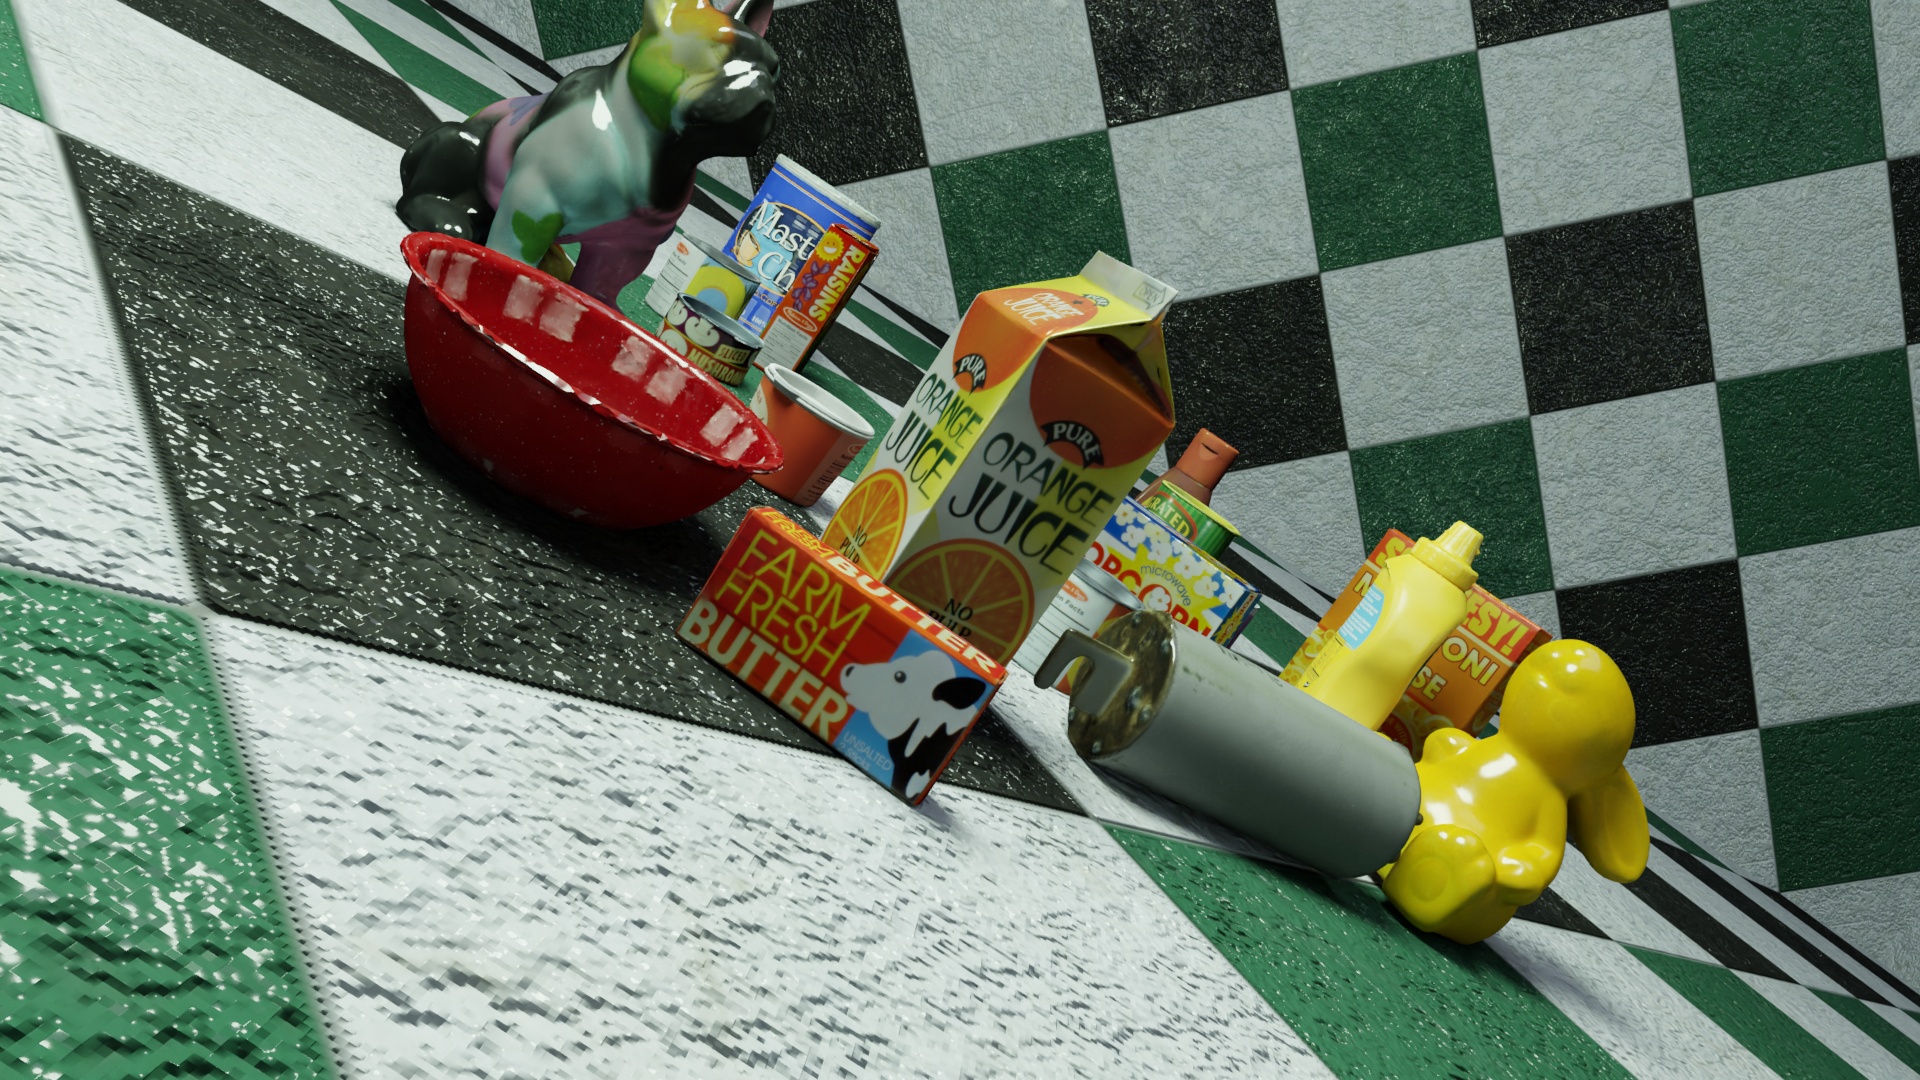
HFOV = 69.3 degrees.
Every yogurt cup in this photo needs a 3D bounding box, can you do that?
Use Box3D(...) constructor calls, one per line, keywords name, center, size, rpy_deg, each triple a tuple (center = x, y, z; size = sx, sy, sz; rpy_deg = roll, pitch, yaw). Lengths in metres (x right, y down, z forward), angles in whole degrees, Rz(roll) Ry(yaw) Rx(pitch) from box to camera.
Box3D(name="yogurt cup", center=(-0.088, -0.055, 0.747), size=(0.072, 0.054, 0.072), rpy_deg=(33, 10, -6))

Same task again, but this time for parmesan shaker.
Box3D(name="parmesan shaker", center=(0.147, 0.018, 1.007), size=(0.071, 0.103, 0.071), rpy_deg=(33, 10, -6))

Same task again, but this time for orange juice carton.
Box3D(name="orange juice carton", center=(0.017, -0.030, 0.568), size=(0.073, 0.192, 0.072), rpy_deg=(29, 11, -29))

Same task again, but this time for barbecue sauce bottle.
Box3D(name="barbecue sauce bottle", center=(0.166, -0.019, 1.113), size=(0.065, 0.148, 0.044), rpy_deg=(37, 10, 18))

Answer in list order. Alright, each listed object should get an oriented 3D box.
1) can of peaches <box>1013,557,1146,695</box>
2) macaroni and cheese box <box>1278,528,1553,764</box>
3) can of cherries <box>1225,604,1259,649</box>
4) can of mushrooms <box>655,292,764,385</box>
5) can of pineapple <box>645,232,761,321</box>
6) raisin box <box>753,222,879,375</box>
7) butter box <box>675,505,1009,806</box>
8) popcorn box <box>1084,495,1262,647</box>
Box3D(name="can of peaches", center=(0.057, 0.042, 0.744), size=(0.071, 0.058, 0.071), rpy_deg=(33, 10, -6))
Box3D(name="macaroni and cheese box", center=(0.294, 0.094, 0.938), size=(0.124, 0.166, 0.040), rpy_deg=(41, 12, 37))
Box3D(name="can of cherries", center=(0.191, 0.058, 1.092), size=(0.071, 0.058, 0.071), rpy_deg=(33, 10, -6))
Box3D(name="can of mushrooms", center=(-0.166, -0.133, 0.925), size=(0.071, 0.033, 0.071), rpy_deg=(33, 10, -6))
Box3D(name="can of pineapple", center=(-0.187, -0.183, 1.020), size=(0.071, 0.057, 0.071), rpy_deg=(33, 10, -6))
Box3D(name="raisin box", center=(-0.113, -0.184, 1.075), size=(0.040, 0.123, 0.086), rpy_deg=(33, 10, -5))
Box3D(name="butter box", center=(-0.041, 0.038, 0.470), size=(0.103, 0.053, 0.024), rpy_deg=(35, 10, 5))
Box3D(name="popcorn box", center=(0.121, 0.031, 0.915), size=(0.127, 0.085, 0.038), rpy_deg=(39, 11, 26))
